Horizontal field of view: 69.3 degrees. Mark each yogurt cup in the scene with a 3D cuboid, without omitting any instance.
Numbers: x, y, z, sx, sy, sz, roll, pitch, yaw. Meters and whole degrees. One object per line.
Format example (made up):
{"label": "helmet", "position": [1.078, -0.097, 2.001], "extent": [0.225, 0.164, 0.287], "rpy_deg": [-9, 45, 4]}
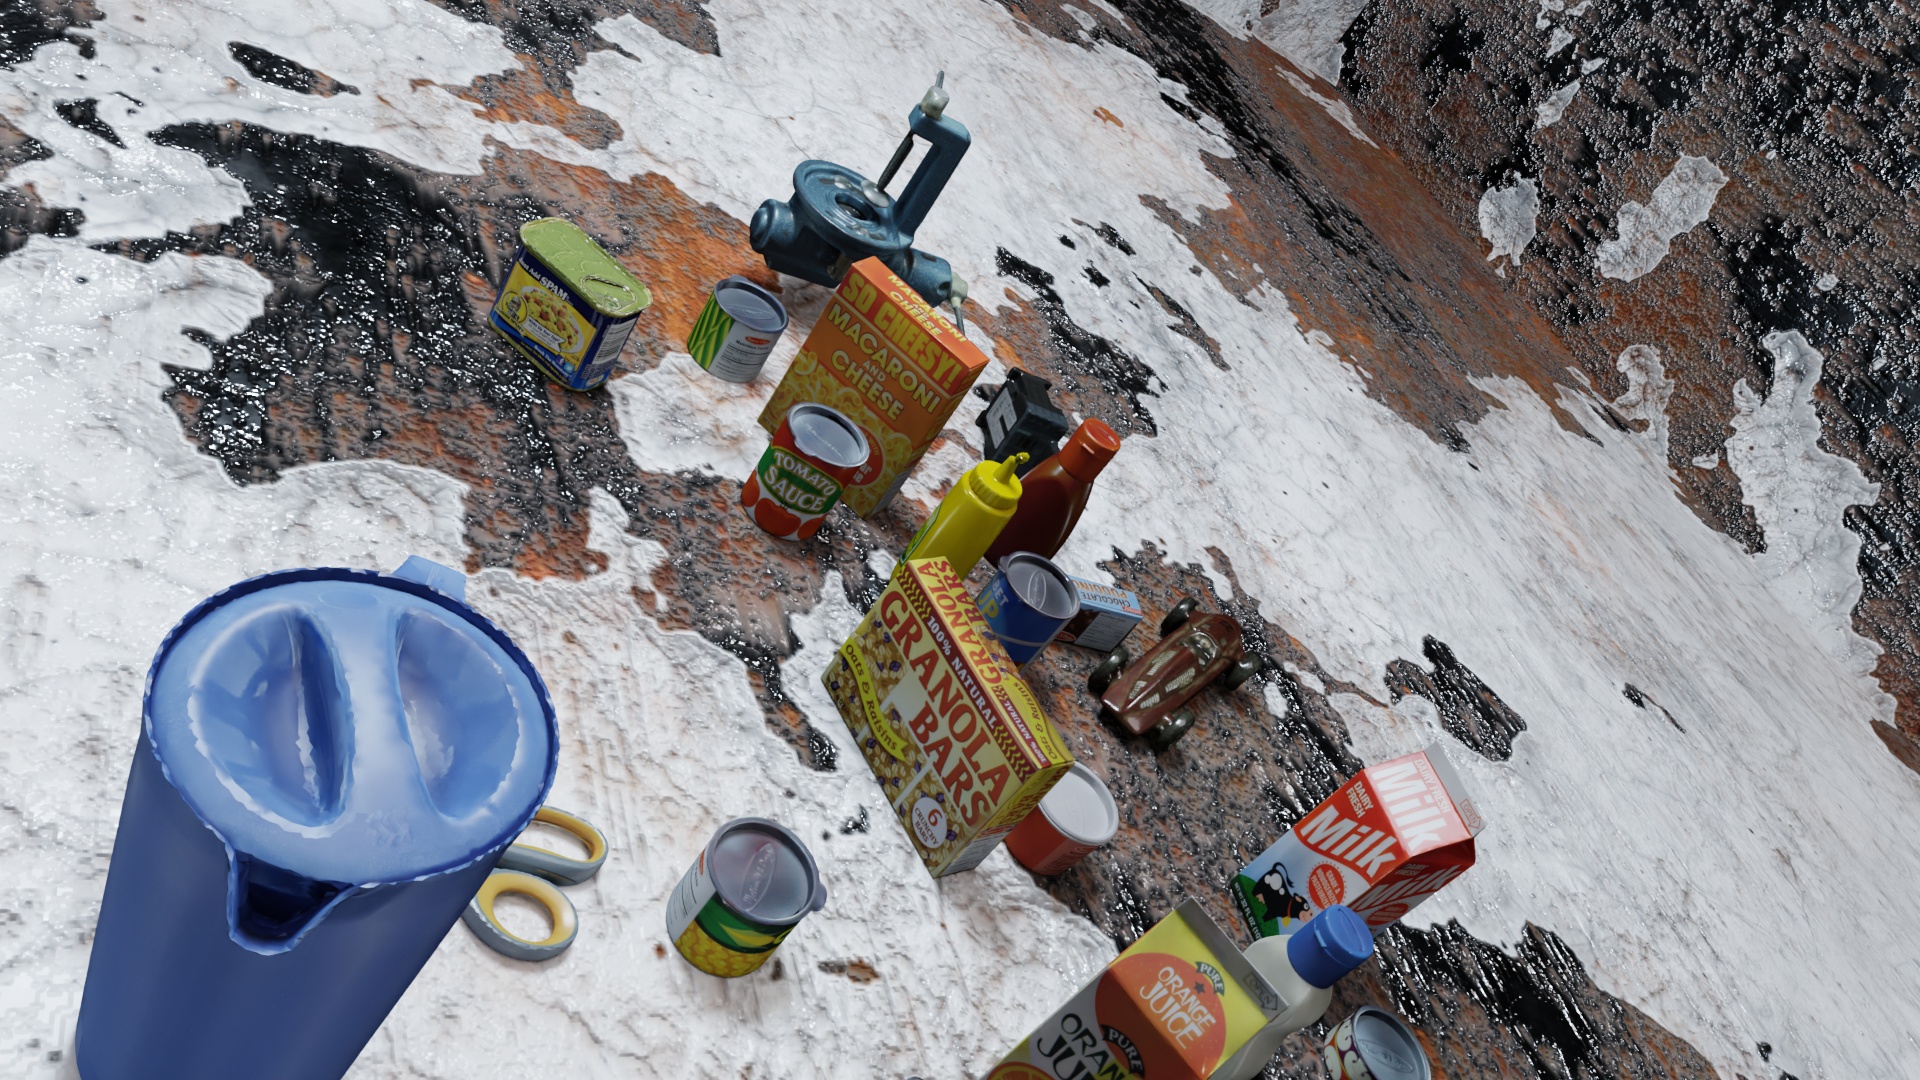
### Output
{"label": "yogurt cup", "position": [0.065, 0.189, 0.936], "extent": [0.072, 0.053, 0.073], "rpy_deg": [25, 35, -19]}

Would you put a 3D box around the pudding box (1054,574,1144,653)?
{"label": "pudding box", "position": [0.101, 0.059, 1.131], "extent": [0.084, 0.049, 0.030], "rpy_deg": [15, 39, -30]}

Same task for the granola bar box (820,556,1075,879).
{"label": "granola bar box", "position": [-0.014, 0.112, 0.892], "extent": [0.039, 0.123, 0.166], "rpy_deg": [-3, 50, -45]}

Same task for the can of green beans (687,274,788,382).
{"label": "can of green beans", "position": [-0.183, -0.172, 1.141], "extent": [0.071, 0.057, 0.071], "rpy_deg": [25, 35, -19]}

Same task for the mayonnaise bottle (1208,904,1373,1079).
{"label": "mayonnaise bottle", "position": [0.193, 0.279, 0.859], "extent": [0.041, 0.147, 0.065], "rpy_deg": [11, 42, -35]}

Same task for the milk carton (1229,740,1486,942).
{"label": "milk carton", "position": [0.284, 0.222, 0.974], "extent": [0.073, 0.189, 0.072], "rpy_deg": [13, 40, -33]}

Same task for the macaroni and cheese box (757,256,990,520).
{"label": "macaroni and cheese box", "position": [-0.070, -0.117, 1.080], "extent": [0.124, 0.165, 0.040], "rpy_deg": [43, 33, 8]}

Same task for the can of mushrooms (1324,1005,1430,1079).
{"label": "can of mushrooms", "position": [0.285, 0.359, 0.951], "extent": [0.071, 0.033, 0.071], "rpy_deg": [25, 35, -19]}

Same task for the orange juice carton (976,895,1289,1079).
{"label": "orange juice carton", "position": [0.090, 0.266, 0.739], "extent": [0.072, 0.191, 0.073], "rpy_deg": [49, 35, 17]}

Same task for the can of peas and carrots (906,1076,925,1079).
{"label": "can of peas and carrots", "position": [-0.039, 0.310, 0.687], "extent": [0.071, 0.058, 0.071], "rpy_deg": [25, 35, -19]}

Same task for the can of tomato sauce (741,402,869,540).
{"label": "can of tomato sauce", "position": [-0.117, -0.049, 1.030], "extent": [0.071, 0.082, 0.071], "rpy_deg": [25, 35, -19]}

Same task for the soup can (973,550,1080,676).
{"label": "soup can", "position": [0.038, 0.058, 1.042], "extent": [0.071, 0.083, 0.072], "rpy_deg": [25, 35, -19]}

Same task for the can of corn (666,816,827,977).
{"label": "can of corn", "position": [-0.117, 0.195, 0.756], "extent": [0.071, 0.058, 0.071], "rpy_deg": [25, 35, -19]}

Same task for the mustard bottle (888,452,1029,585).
{"label": "mustard bottle", "position": [0.004, -0.013, 1.027], "extent": [0.049, 0.159, 0.066], "rpy_deg": [33, 33, -7]}

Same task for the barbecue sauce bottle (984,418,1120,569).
{"label": "barbecue sauce bottle", "position": [0.074, -0.035, 1.130], "extent": [0.065, 0.147, 0.044], "rpy_deg": [42, 33, 7]}
